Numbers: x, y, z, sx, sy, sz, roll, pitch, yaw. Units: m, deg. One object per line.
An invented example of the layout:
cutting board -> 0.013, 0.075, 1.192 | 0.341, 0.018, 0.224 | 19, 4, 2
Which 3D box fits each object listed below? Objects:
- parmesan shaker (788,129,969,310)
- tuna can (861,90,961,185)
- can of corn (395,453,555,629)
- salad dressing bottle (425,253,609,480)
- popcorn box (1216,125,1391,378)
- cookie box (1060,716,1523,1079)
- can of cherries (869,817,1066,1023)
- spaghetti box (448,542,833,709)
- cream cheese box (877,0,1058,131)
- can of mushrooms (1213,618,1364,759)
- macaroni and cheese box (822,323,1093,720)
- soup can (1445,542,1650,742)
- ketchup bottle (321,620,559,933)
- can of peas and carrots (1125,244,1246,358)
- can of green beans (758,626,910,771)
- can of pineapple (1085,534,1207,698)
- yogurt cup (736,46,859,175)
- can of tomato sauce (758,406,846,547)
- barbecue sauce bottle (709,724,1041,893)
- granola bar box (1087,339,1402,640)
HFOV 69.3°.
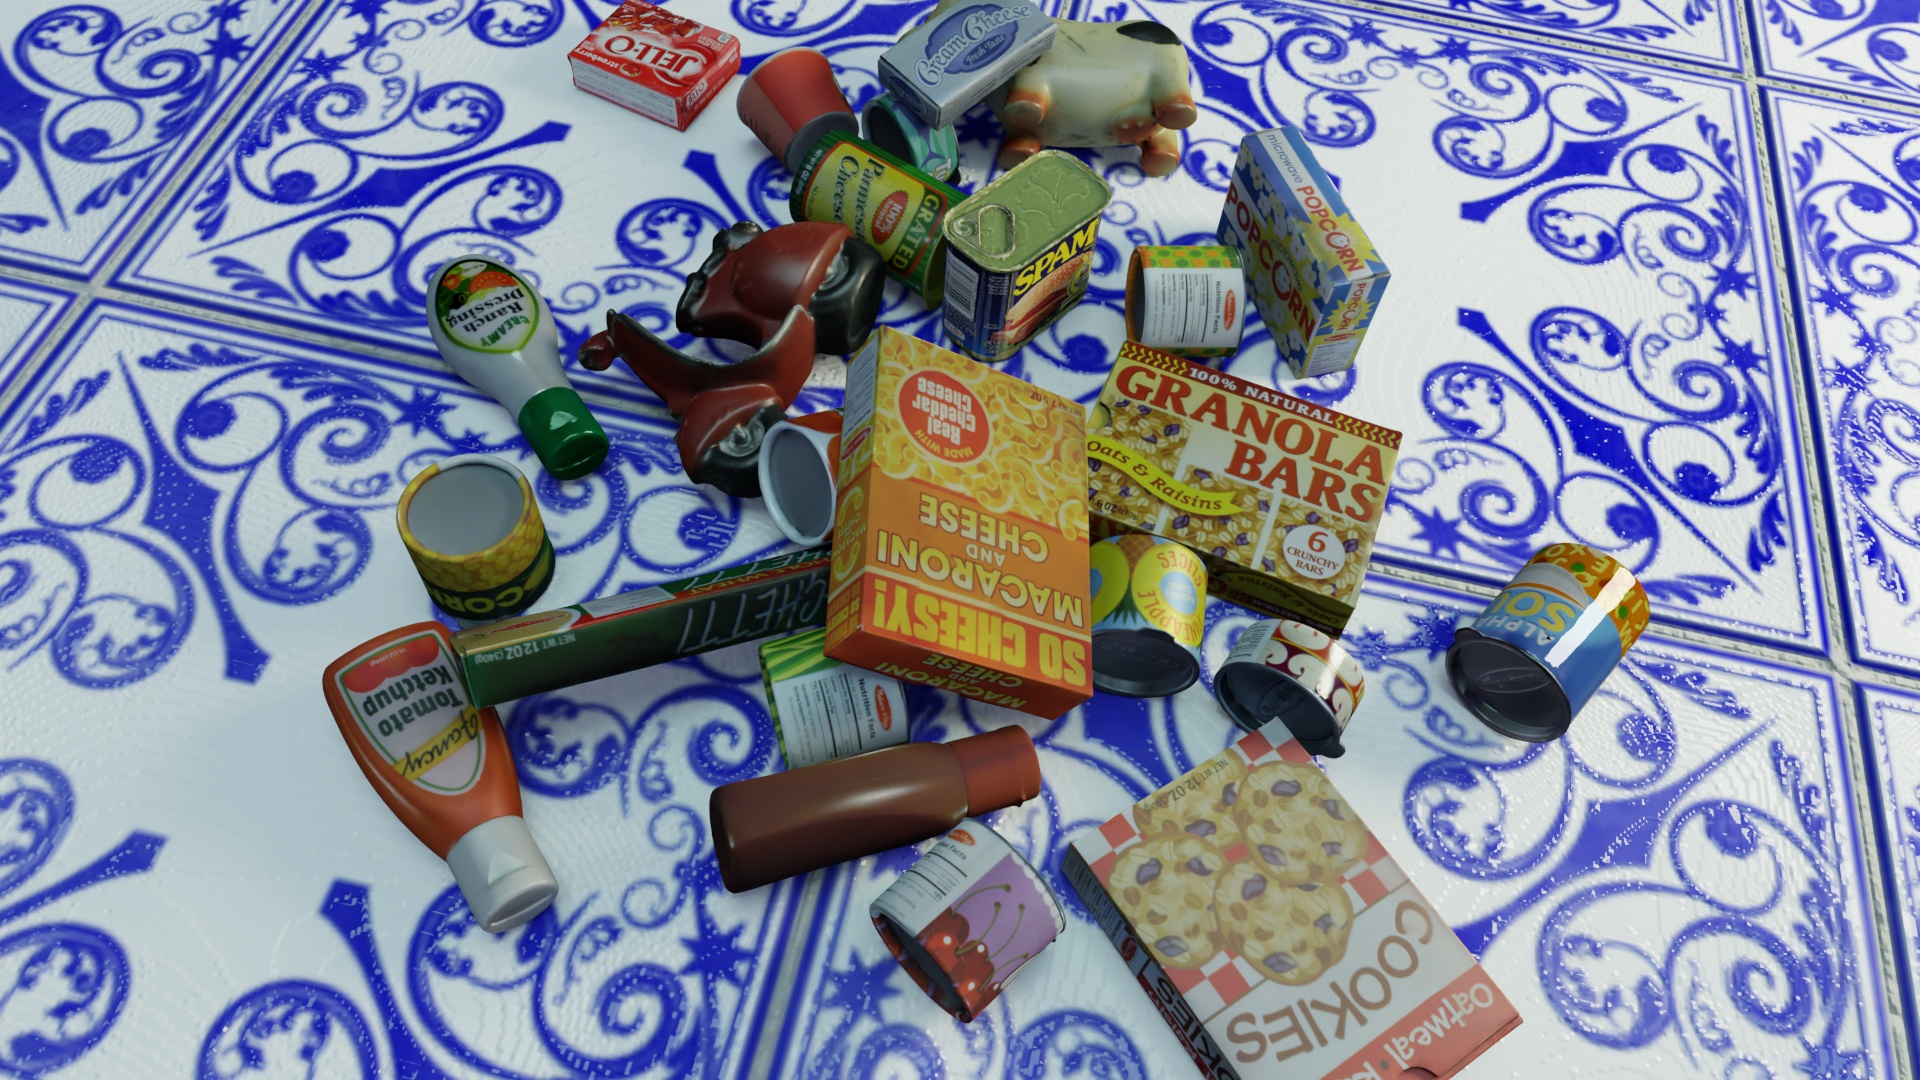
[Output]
parmesan shaker -> -0.045, -0.193, 0.836 | 0.103, 0.071, 0.071 | 32, 60, 16
tuna can -> -0.031, -0.249, 0.872 | 0.033, 0.070, 0.071 | -29, 64, -20
can of corn -> -0.242, 0.001, 0.696 | 0.071, 0.058, 0.071 | 2, 57, -3
salad dressing bottle -> -0.243, -0.096, 0.768 | 0.064, 0.043, 0.148 | -29, 64, -20
popcorn box -> 0.200, -0.172, 0.828 | 0.038, 0.084, 0.127 | -14, 60, -12
cookie box -> 0.144, 0.179, 0.621 | 0.123, 0.040, 0.168 | -27, 63, -20
can of cherries -> 0.004, 0.167, 0.604 | 0.058, 0.071, 0.071 | -39, 67, -25
spaghetti box -> -0.112, 0.031, 0.668 | 0.251, 0.050, 0.028 | -13, 103, -23
cream cheese box -> 0.005, -0.297, 0.844 | 0.104, 0.024, 0.053 | -41, 75, -19
can of mushrooms -> 0.162, 0.073, 0.677 | 0.071, 0.070, 0.033 | 30, 59, 15
macaroni and cheese box -> 0.002, -0.008, 0.665 | 0.124, 0.040, 0.167 | 19, 55, -25
soup can -> 0.295, 0.048, 0.701 | 0.071, 0.071, 0.084 | 40, 62, 20
ketchup bottle -> -0.233, 0.108, 0.636 | 0.065, 0.043, 0.149 | -26, 63, -26
can of peas and carrots -> 0.130, -0.140, 0.815 | 0.059, 0.070, 0.071 | -1, 57, -4
can of green beans -> -0.060, 0.073, 0.658 | 0.058, 0.071, 0.071 | -14, 59, -12
can of pineapple -> 0.090, 0.037, 0.692 | 0.071, 0.070, 0.058 | 10, 57, 2
yogurt cup -> -0.101, -0.269, 0.882 | 0.072, 0.072, 0.054 | -26, 71, -20
can of tomato sauce -> -0.052, -0.039, 0.715 | 0.083, 0.070, 0.071 | -19, 58, -41
barbecue sauce bottle -> -0.037, 0.119, 0.634 | 0.149, 0.064, 0.044 | -12, 61, -18
granola bar box -> 0.146, -0.032, 0.759 | 0.166, 0.038, 0.125 | 20, 57, 8
